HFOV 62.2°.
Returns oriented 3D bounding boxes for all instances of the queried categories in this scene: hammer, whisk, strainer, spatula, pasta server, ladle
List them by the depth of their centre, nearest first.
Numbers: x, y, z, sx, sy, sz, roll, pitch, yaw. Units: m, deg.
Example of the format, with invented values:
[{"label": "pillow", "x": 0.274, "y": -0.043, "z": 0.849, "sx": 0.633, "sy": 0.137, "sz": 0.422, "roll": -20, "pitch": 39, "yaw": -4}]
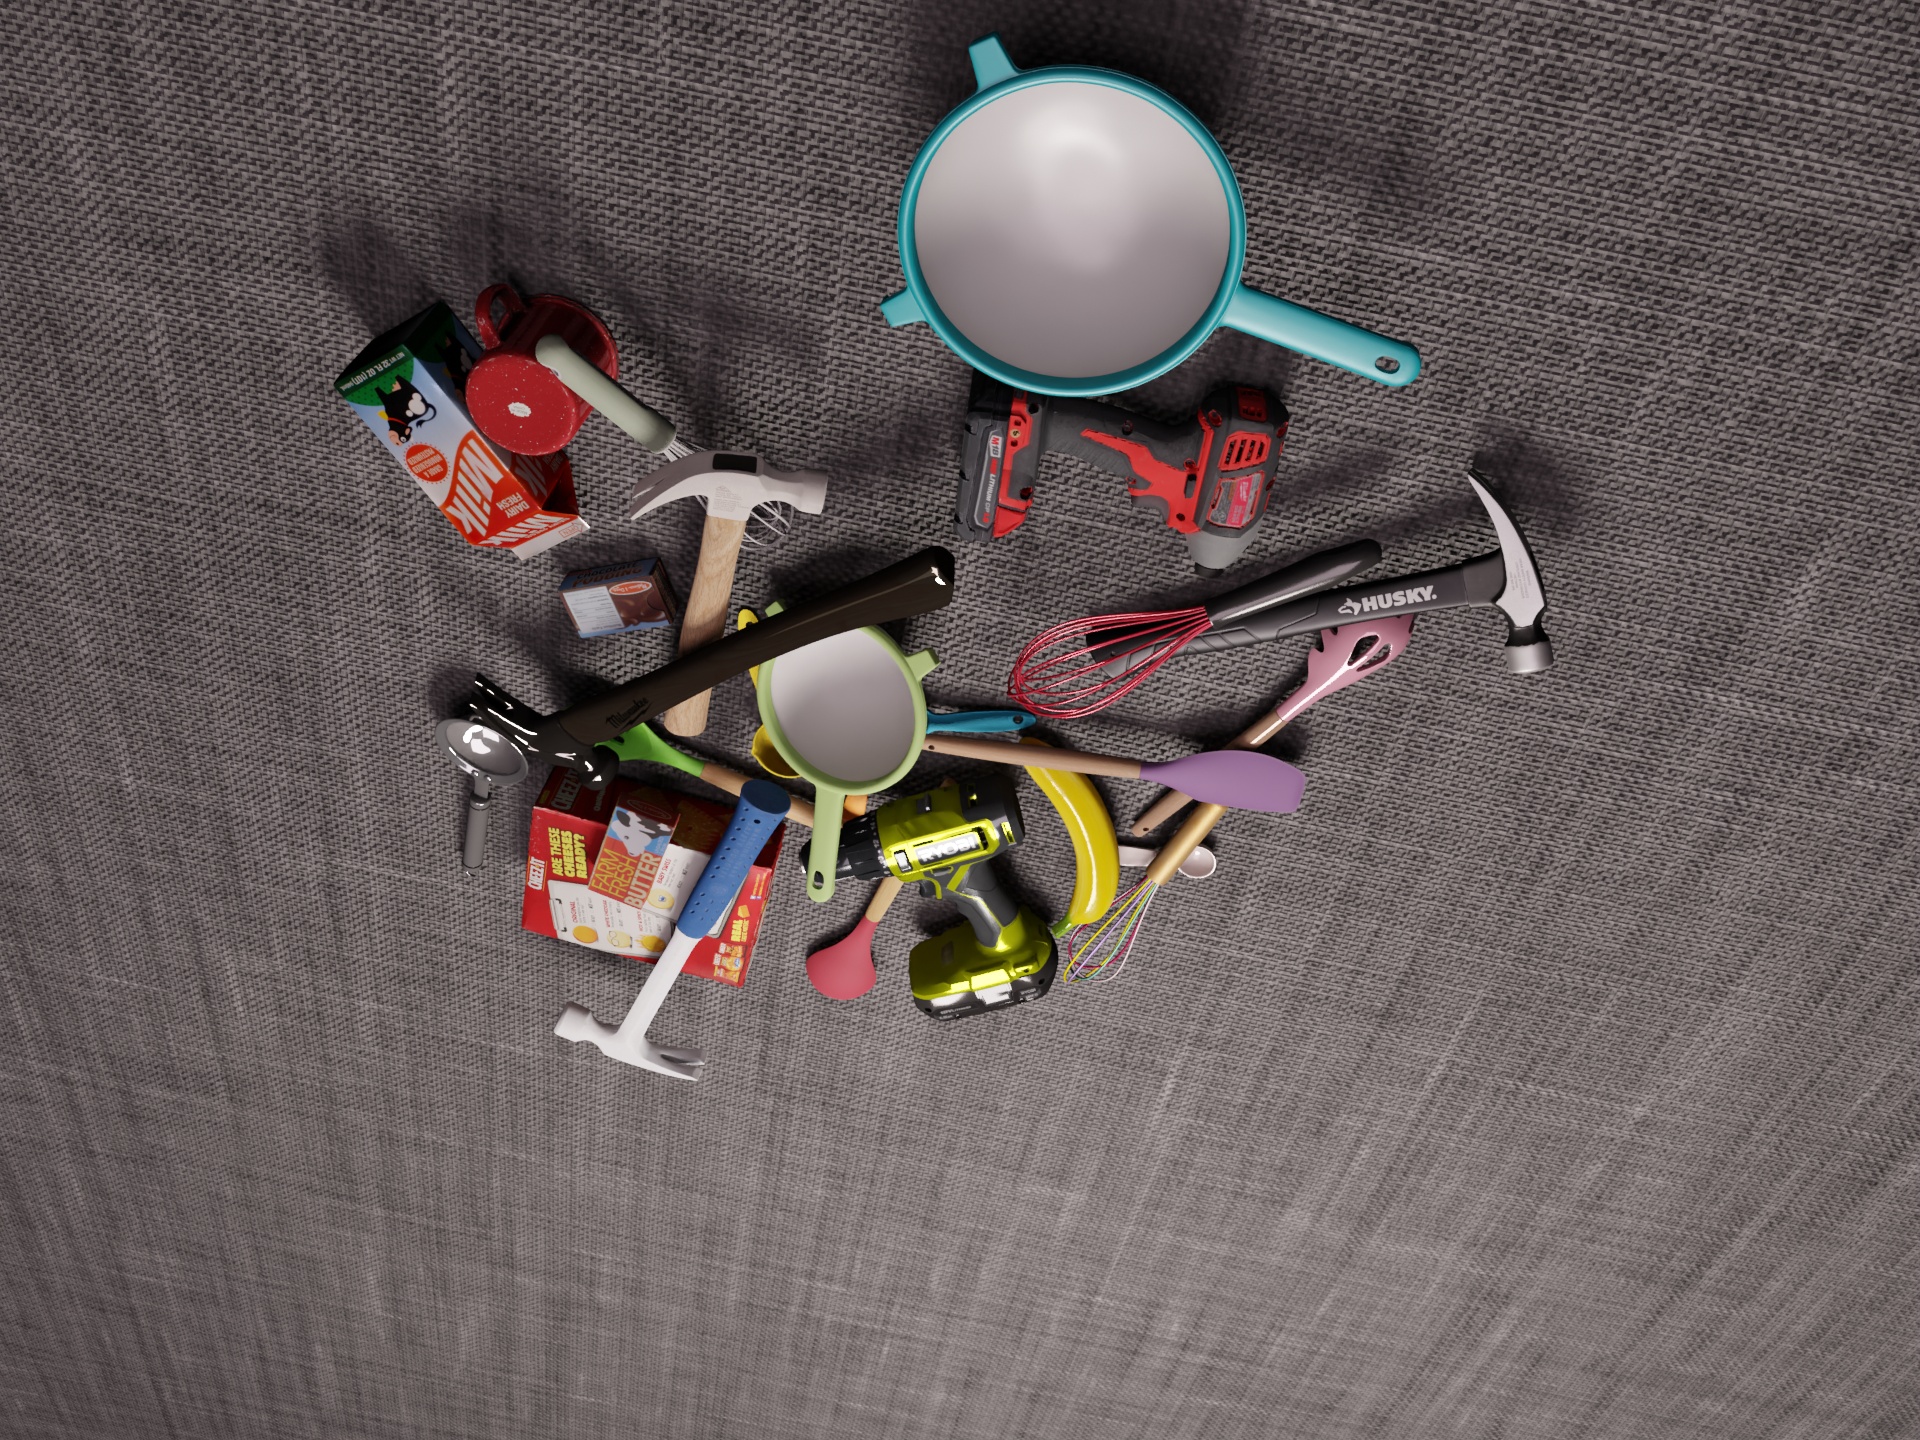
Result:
[{"label": "strainer", "x": 0.131, "y": -0.296, "z": 1.001, "sx": 0.340, "sy": 0.095, "sz": 0.210, "roll": 18, "pitch": 132, "yaw": -8}, {"label": "whisk", "x": -0.205, "y": -0.196, "z": 1.129, "sx": 0.059, "sy": 0.058, "sz": 0.246, "roll": -55, "pitch": 134, "yaw": -2}, {"label": "whisk", "x": 0.165, "y": -0.070, "z": 1.162, "sx": 0.296, "sy": 0.073, "sz": 0.073, "roll": -21, "pitch": 123, "yaw": 21}, {"label": "hammer", "x": 0.251, "y": -0.084, "z": 1.172, "sx": 0.335, "sy": 0.035, "sz": 0.146, "roll": -10, "pitch": 101, "yaw": 25}, {"label": "hammer", "x": -0.186, "y": -0.051, "z": 1.211, "sx": 0.410, "sy": 0.038, "sz": 0.146, "roll": -21, "pitch": 139, "yaw": 27}, {"label": "hammer", "x": -0.195, "y": -0.087, "z": 1.216, "sx": 0.130, "sy": 0.031, "sz": 0.331, "roll": 9, "pitch": 145, "yaw": -12}, {"label": "pasta server", "x": 0.240, "y": 0.004, "z": 1.274, "sx": 0.060, "sy": 0.040, "sz": 0.316, "roll": 32, "pitch": 131, "yaw": -16}, {"label": "strainer", "x": -0.089, "y": 0.026, "z": 1.287, "sx": 0.151, "sy": 0.069, "sz": 0.256, "roll": 18, "pitch": 117, "yaw": 20}, {"label": "spatula", "x": 0.120, "y": 0.035, "z": 1.289, "sx": 0.316, "sy": 0.018, "sz": 0.059, "roll": 7, "pitch": 128, "yaw": 3}, {"label": "whisk", "x": 0.159, "y": 0.148, "z": 1.377, "sx": 0.047, "sy": 0.051, "sz": 0.245, "roll": 20, "pitch": 124, "yaw": -21}, {"label": "hammer", "x": -0.236, "y": 0.192, "z": 1.400, "sx": 0.144, "sy": 0.035, "sz": 0.405, "roll": 25, "pitch": 131, "yaw": -10}, {"label": "strainer", "x": -0.430, "y": 0.064, "z": 1.423, "sx": 0.087, "sy": 0.050, "sz": 0.258, "roll": 23, "pitch": 135, "yaw": -2}, {"label": "ladle", "x": -0.069, "y": 0.162, "z": 1.454, "sx": 0.069, "sy": 0.031, "sz": 0.315, "roll": 22, "pitch": 127, "yaw": -9}]

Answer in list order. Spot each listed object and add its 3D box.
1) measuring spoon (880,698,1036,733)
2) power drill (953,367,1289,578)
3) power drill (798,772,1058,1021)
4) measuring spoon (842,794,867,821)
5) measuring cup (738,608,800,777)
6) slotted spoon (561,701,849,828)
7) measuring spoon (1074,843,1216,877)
[{"label": "measuring spoon", "x": -0.002, "y": -0.004, "z": 1.315, "sx": 0.128, "sy": 0.021, "sz": 0.042, "roll": -1, "pitch": 124, "yaw": -2}, {"label": "power drill", "x": 0.110, "y": -0.173, "z": 1.119, "sx": 0.219, "sy": 0.079, "sz": 0.143, "roll": 7, "pitch": 130, "yaw": 0}, {"label": "power drill", "x": -0.020, "y": 0.157, "z": 1.388, "sx": 0.190, "sy": 0.080, "sz": 0.228, "roll": -16, "pitch": 127, "yaw": 8}, {"label": "measuring spoon", "x": -0.093, "y": 0.076, "z": 1.395, "sx": 0.021, "sy": 0.011, "sz": 0.116, "roll": 15, "pitch": 130, "yaw": -3}, {"label": "measuring cup", "x": -0.155, "y": -0.026, "z": 1.320, "sx": 0.062, "sy": 0.029, "sz": 0.156, "roll": -7, "pitch": 116, "yaw": 14}, {"label": "slotted spoon", "x": -0.200, "y": 0.054, "z": 1.380, "sx": 0.313, "sy": 0.031, "sz": 0.070, "roll": 24, "pitch": 129, "yaw": -10}, {"label": "measuring spoon", "x": 0.161, "y": 0.115, "z": 1.387, "sx": 0.124, "sy": 0.018, "sz": 0.034, "roll": 4, "pitch": 123, "yaw": 15}]
